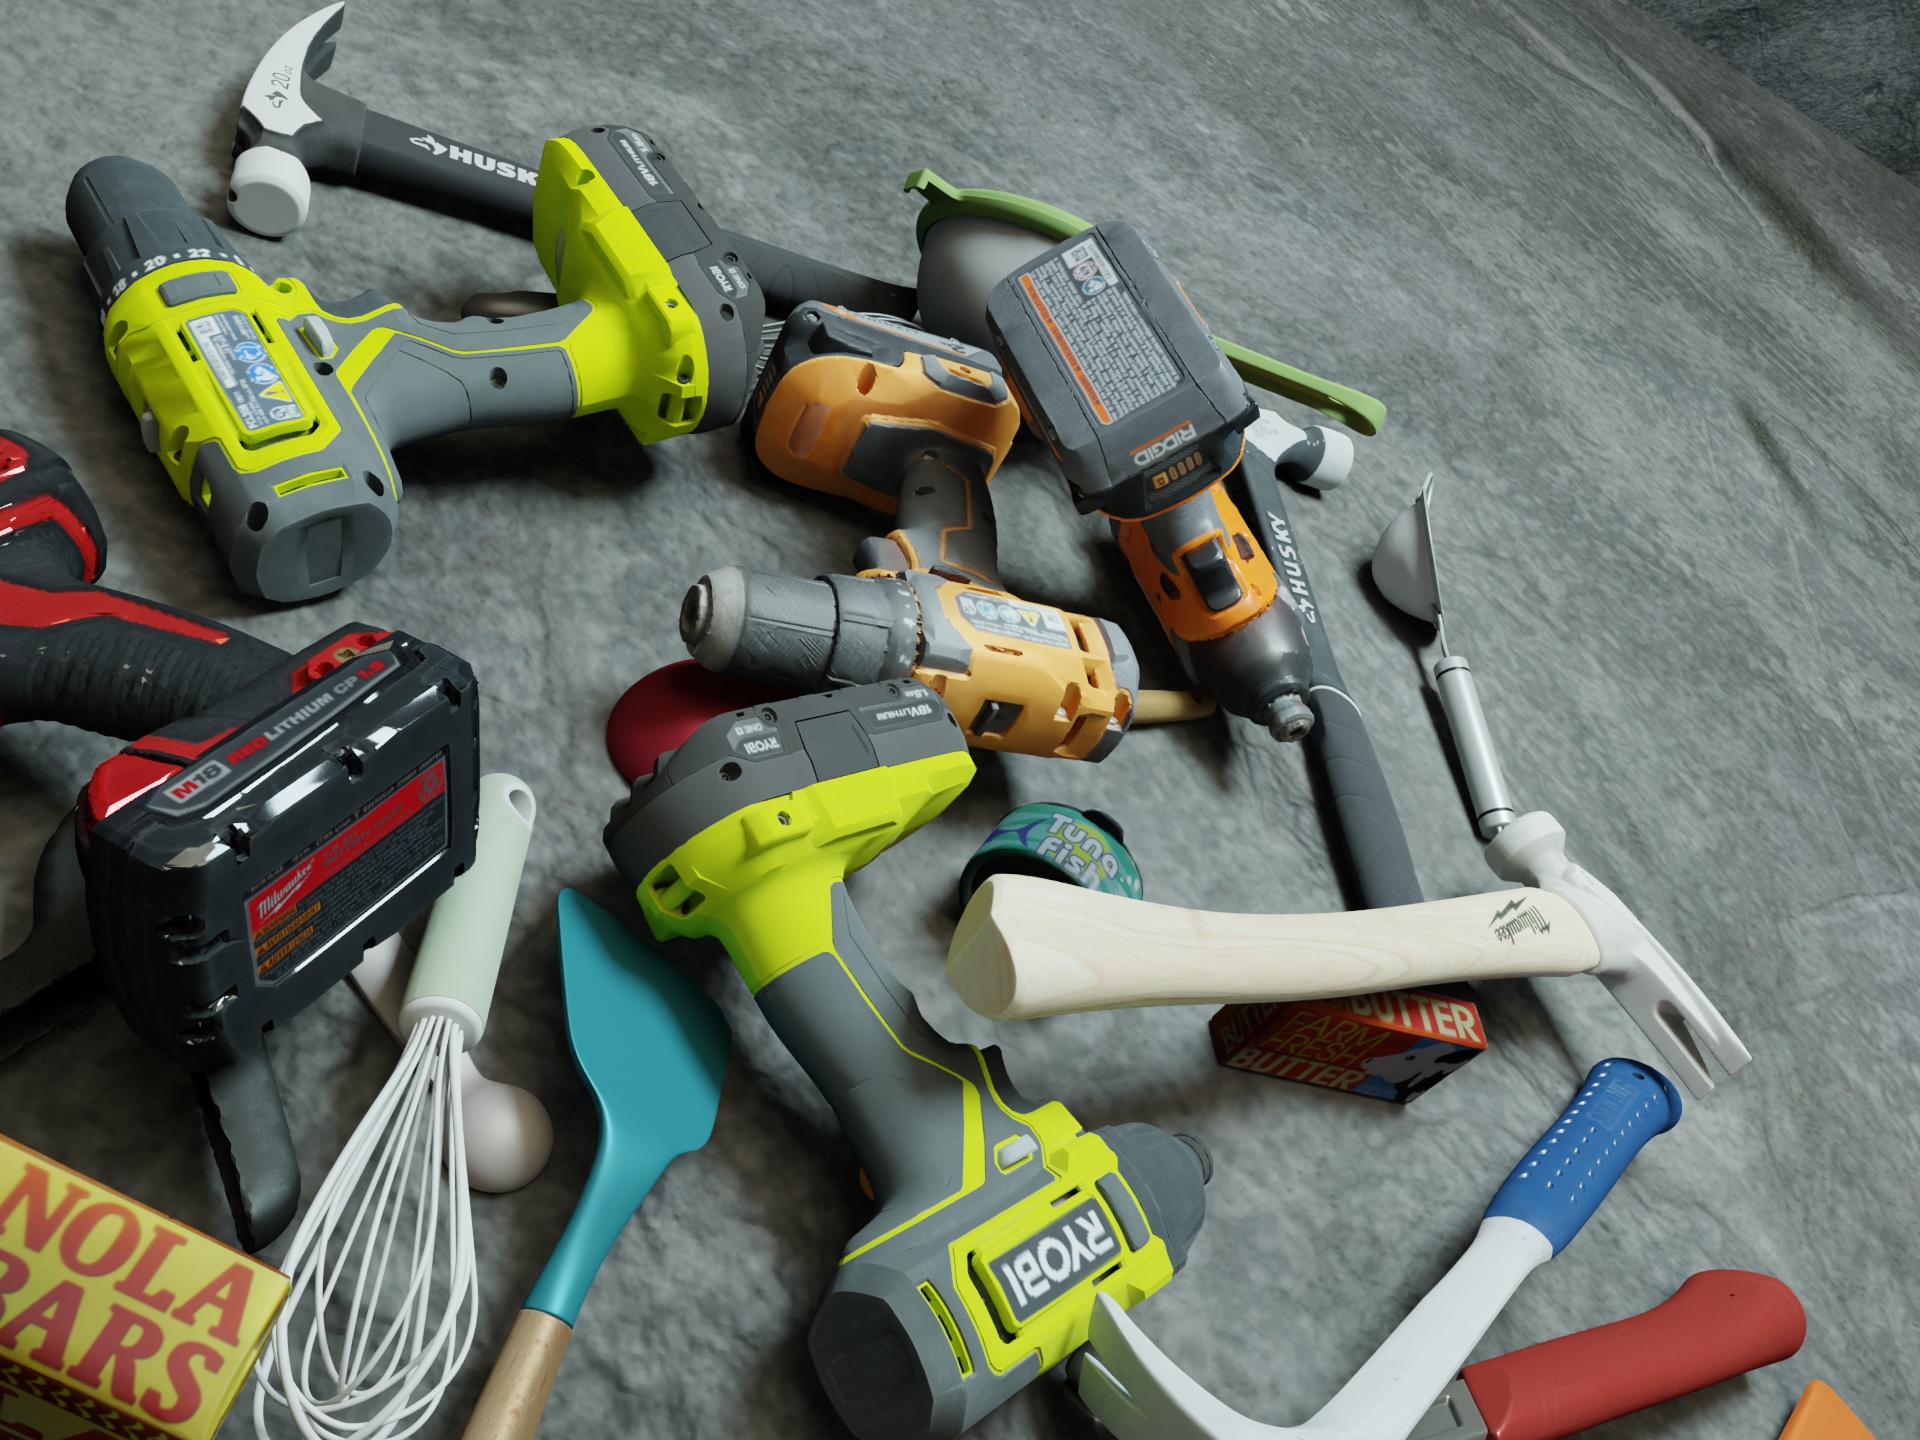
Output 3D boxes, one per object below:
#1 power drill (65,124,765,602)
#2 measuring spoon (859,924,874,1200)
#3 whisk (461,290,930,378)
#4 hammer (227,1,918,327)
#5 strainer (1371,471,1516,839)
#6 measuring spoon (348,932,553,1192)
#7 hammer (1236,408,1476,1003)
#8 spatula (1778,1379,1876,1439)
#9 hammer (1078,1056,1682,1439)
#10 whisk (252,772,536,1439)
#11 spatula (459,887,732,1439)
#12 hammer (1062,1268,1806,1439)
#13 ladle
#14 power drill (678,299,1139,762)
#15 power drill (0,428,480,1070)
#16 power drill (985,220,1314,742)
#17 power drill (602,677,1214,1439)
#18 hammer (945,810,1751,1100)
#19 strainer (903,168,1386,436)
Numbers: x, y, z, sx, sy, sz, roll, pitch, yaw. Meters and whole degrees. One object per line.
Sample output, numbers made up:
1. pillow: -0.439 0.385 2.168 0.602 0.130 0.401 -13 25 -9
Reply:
1. power drill: -0.212 -0.161 0.624 0.228 0.080 0.191 -24 70 -31
2. measuring spoon: -0.035 0.119 0.570 0.021 0.011 0.117 18 42 -32
3. whisk: -0.113 -0.177 0.751 0.238 0.055 0.055 1 54 -28
4. hammer: -0.171 -0.247 0.778 0.334 0.035 0.146 11 49 -27
5. strainer: 0.271 -0.034 0.891 0.086 0.050 0.259 58 22 -54
6. measuring spoon: -0.167 0.091 0.495 0.034 0.018 0.124 -25 69 -45
7. hammer: 0.185 -0.024 0.827 0.149 0.036 0.409 12 48 -24
8. spatula: 0.289 0.329 0.553 0.322 0.041 0.081 -2 54 -55
9. hammer: 0.193 0.189 0.577 0.144 0.035 0.405 17 14 32
10. whisk: -0.152 0.095 0.458 0.057 0.059 0.247 58 14 -33
11. spatula: -0.127 0.188 0.427 0.082 0.044 0.318 47 43 -30
12. hammer: 0.213 0.245 0.565 0.358 0.036 0.149 6 11 -38
13. ladle: -0.001 -0.002 0.688 0.315 0.031 0.069 -2 56 -38
14. power drill: -0.037 -0.083 0.674 0.185 0.084 0.226 9 43 -28
15. power drill: -0.256 -0.003 0.442 0.220 0.078 0.143 25 40 15
16. power drill: 0.100 -0.092 0.713 0.226 0.084 0.164 51 13 -55
17. power drill: -0.011 0.103 0.537 0.171 0.080 0.223 -13 69 -48
18. hammer: 0.164 0.095 0.613 0.410 0.038 0.146 5 42 -42
19. strainer: 0.080 -0.176 0.796 0.256 0.151 0.069 25 82 13
